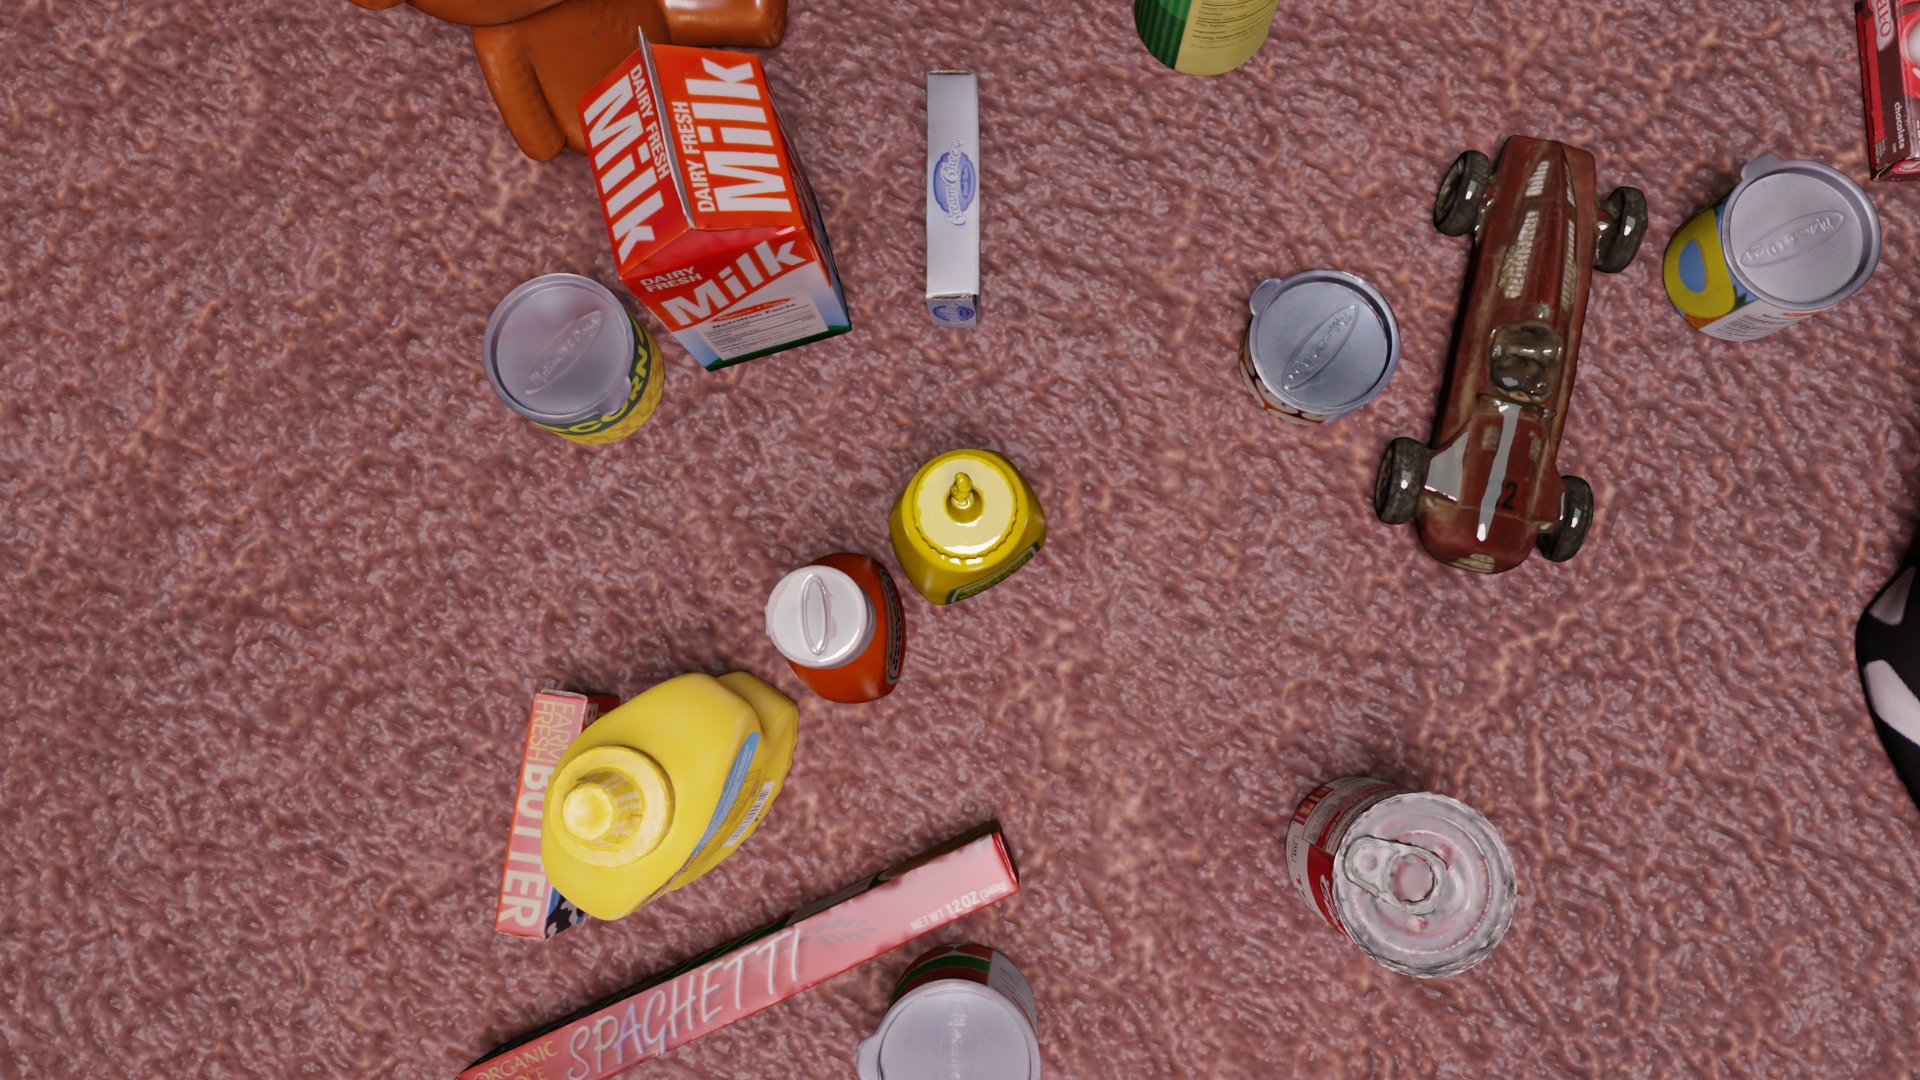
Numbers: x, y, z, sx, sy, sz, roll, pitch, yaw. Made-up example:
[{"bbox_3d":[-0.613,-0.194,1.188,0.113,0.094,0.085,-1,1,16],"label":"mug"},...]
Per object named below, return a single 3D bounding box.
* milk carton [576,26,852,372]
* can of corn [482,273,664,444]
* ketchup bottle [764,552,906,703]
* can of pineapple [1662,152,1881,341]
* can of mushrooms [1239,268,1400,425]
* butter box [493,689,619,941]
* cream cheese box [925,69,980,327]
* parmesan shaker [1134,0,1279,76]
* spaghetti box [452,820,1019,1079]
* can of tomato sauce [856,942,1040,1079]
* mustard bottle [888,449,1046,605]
[{"bbox_3d":[-0.097,-0.132,0.561,0.073,0.190,0.072,-16,84,1],"label":"milk carton"},{"bbox_3d":[-0.170,-0.078,0.624,0.071,0.058,0.071,0,84,2],"label":"can of corn"},{"bbox_3d":[-0.049,0.034,0.561,0.043,0.148,0.065,-4,84,2],"label":"ketchup bottle"},{"bbox_3d":[0.354,-0.128,0.611,0.071,0.058,0.071,0,84,2],"label":"can of pineapple"},{"bbox_3d":[0.159,-0.088,0.626,0.071,0.033,0.071,0,84,2],"label":"can of mushrooms"},{"bbox_3d":[-0.175,0.117,0.605,0.024,0.053,0.103,8,84,3],"label":"butter box"},{"bbox_3d":[-0.003,-0.152,0.629,0.024,0.053,0.104,-1,84,2],"label":"cream cheese box"},{"bbox_3d":[0.110,-0.257,0.612,0.071,0.103,0.071,0,84,2],"label":"parmesan shaker"},{"bbox_3d":[-0.092,0.185,0.595,0.250,0.050,0.029,-24,84,-1],"label":"spaghetti box"},{"bbox_3d":[-0.003,0.207,0.573,0.071,0.083,0.071,0,84,2],"label":"can of tomato sauce"},{"bbox_3d":[0.002,-0.007,0.559,0.065,0.160,0.049,-31,84,-1],"label":"mustard bottle"}]
